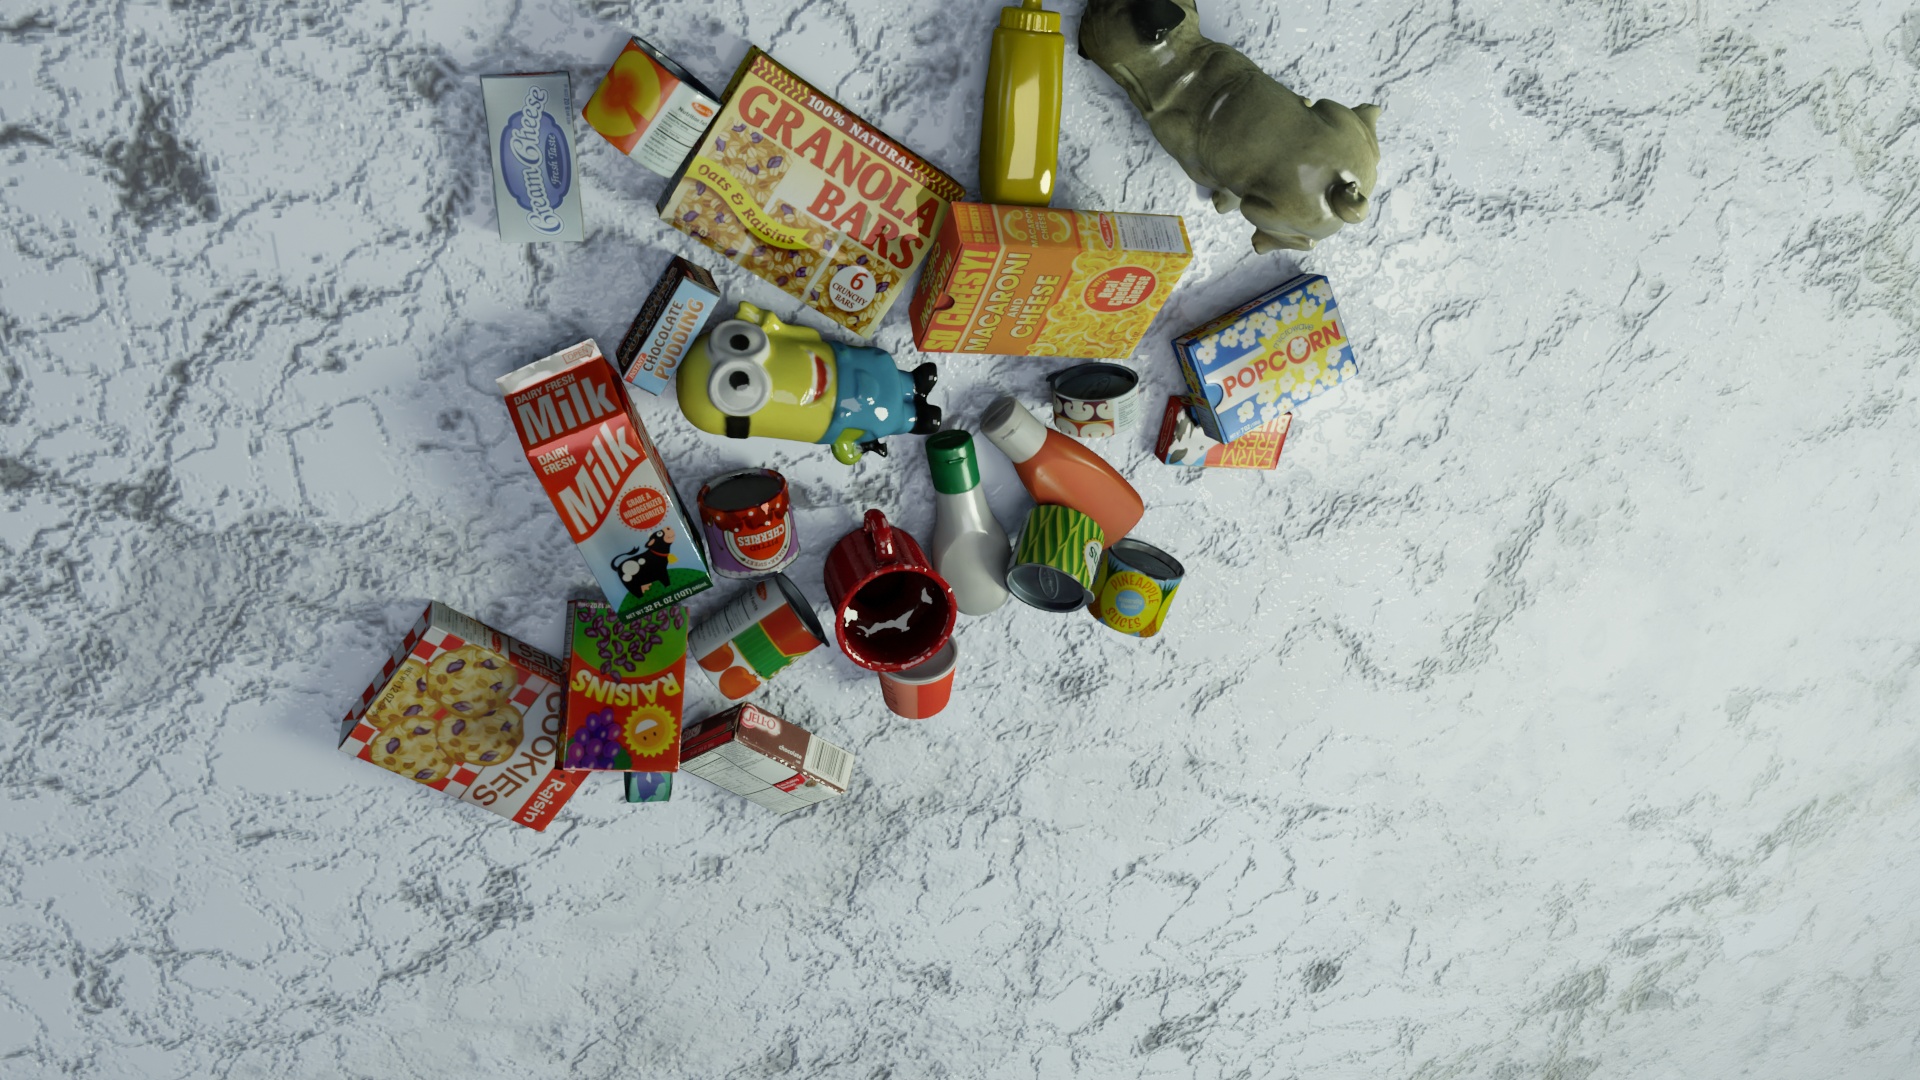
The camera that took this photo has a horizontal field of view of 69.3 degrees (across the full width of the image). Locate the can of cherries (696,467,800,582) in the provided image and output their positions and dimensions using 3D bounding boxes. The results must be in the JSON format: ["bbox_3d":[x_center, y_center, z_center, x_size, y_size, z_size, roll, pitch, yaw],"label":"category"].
[{"bbox_3d":[-0.152,-0.012,1.004,0.071,0.072,0.058,-14,121,-11],"label":"can of cherries"}]

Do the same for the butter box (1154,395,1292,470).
[{"bbox_3d":[0.211,-0.085,1.113,0.104,0.024,0.053,1,117,-19],"label":"butter box"}]

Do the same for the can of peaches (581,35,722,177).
[{"bbox_3d":[-0.192,-0.268,0.857,0.071,0.071,0.058,31,105,-30],"label":"can of peaches"}]

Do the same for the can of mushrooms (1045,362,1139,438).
[{"bbox_3d":[0.099,-0.106,1.042,0.071,0.071,0.033,-14,122,-11],"label":"can of mushrooms"}]

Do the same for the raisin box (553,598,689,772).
[{"bbox_3d":[-0.248,0.107,1.019,0.086,0.040,0.123,6,82,-25],"label":"raisin box"}]

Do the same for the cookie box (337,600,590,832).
[{"bbox_3d":[-0.351,0.135,1.035,0.167,0.040,0.122,33,103,-30],"label":"cookie box"}]

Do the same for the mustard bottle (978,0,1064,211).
[{"bbox_3d":[0.043,-0.299,0.919,0.049,0.065,0.159,-1,115,-13],"label":"mustard bottle"}]

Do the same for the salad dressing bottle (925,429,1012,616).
[{"bbox_3d":[0.004,-0.013,1.073,0.064,0.044,0.147,-14,120,-5],"label":"salad dressing bottle"}]

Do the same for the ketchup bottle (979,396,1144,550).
[{"bbox_3d":[0.076,-0.053,1.074,0.064,0.044,0.148,-39,123,17],"label":"ketchup bottle"}]

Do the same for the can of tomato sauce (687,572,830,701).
[{"bbox_3d":[-0.153,0.074,1.053,0.083,0.071,0.071,-35,123,3],"label":"can of tomato sauce"}]

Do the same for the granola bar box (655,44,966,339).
[{"bbox_3d":[-0.099,-0.228,0.924,0.165,0.039,0.124,28,107,-28],"label":"granola bar box"}]

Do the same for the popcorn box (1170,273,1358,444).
[{"bbox_3d":[0.234,-0.141,1.067,0.127,0.038,0.085,-28,111,-10],"label":"popcorn box"}]

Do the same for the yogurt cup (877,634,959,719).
[{"bbox_3d":[-0.035,0.106,1.111,0.072,0.073,0.053,-10,133,-13],"label":"yogurt cup"}]

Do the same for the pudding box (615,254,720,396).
[{"bbox_3d":[-0.196,-0.145,0.930,0.030,0.050,0.083,27,107,-30],"label":"pudding box"}]

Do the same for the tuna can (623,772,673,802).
[{"bbox_3d":[-0.242,0.172,1.077,0.033,0.071,0.070,1,117,-18],"label":"tuna can"}]

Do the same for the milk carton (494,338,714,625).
[{"bbox_3d":[-0.243,-0.044,0.955,0.072,0.074,0.189,-24,122,-4],"label":"milk carton"}]

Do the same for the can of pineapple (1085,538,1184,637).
[{"bbox_3d":[0.141,0.039,1.131,0.071,0.071,0.057,10,114,-23],"label":"can of pineapple"}]

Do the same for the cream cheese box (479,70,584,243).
[{"bbox_3d":[-0.267,-0.239,0.870,0.053,0.024,0.103,-6,119,-14],"label":"cream cheese box"}]

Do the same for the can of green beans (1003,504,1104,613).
[{"bbox_3d":[0.073,0.014,1.069,0.071,0.058,0.071,14,148,9],"label":"can of green beans"}]

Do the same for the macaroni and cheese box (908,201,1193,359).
[{"bbox_3d":[0.060,-0.178,0.968,0.167,0.040,0.123,-1,153,-18],"label":"macaroni and cheese box"}]
